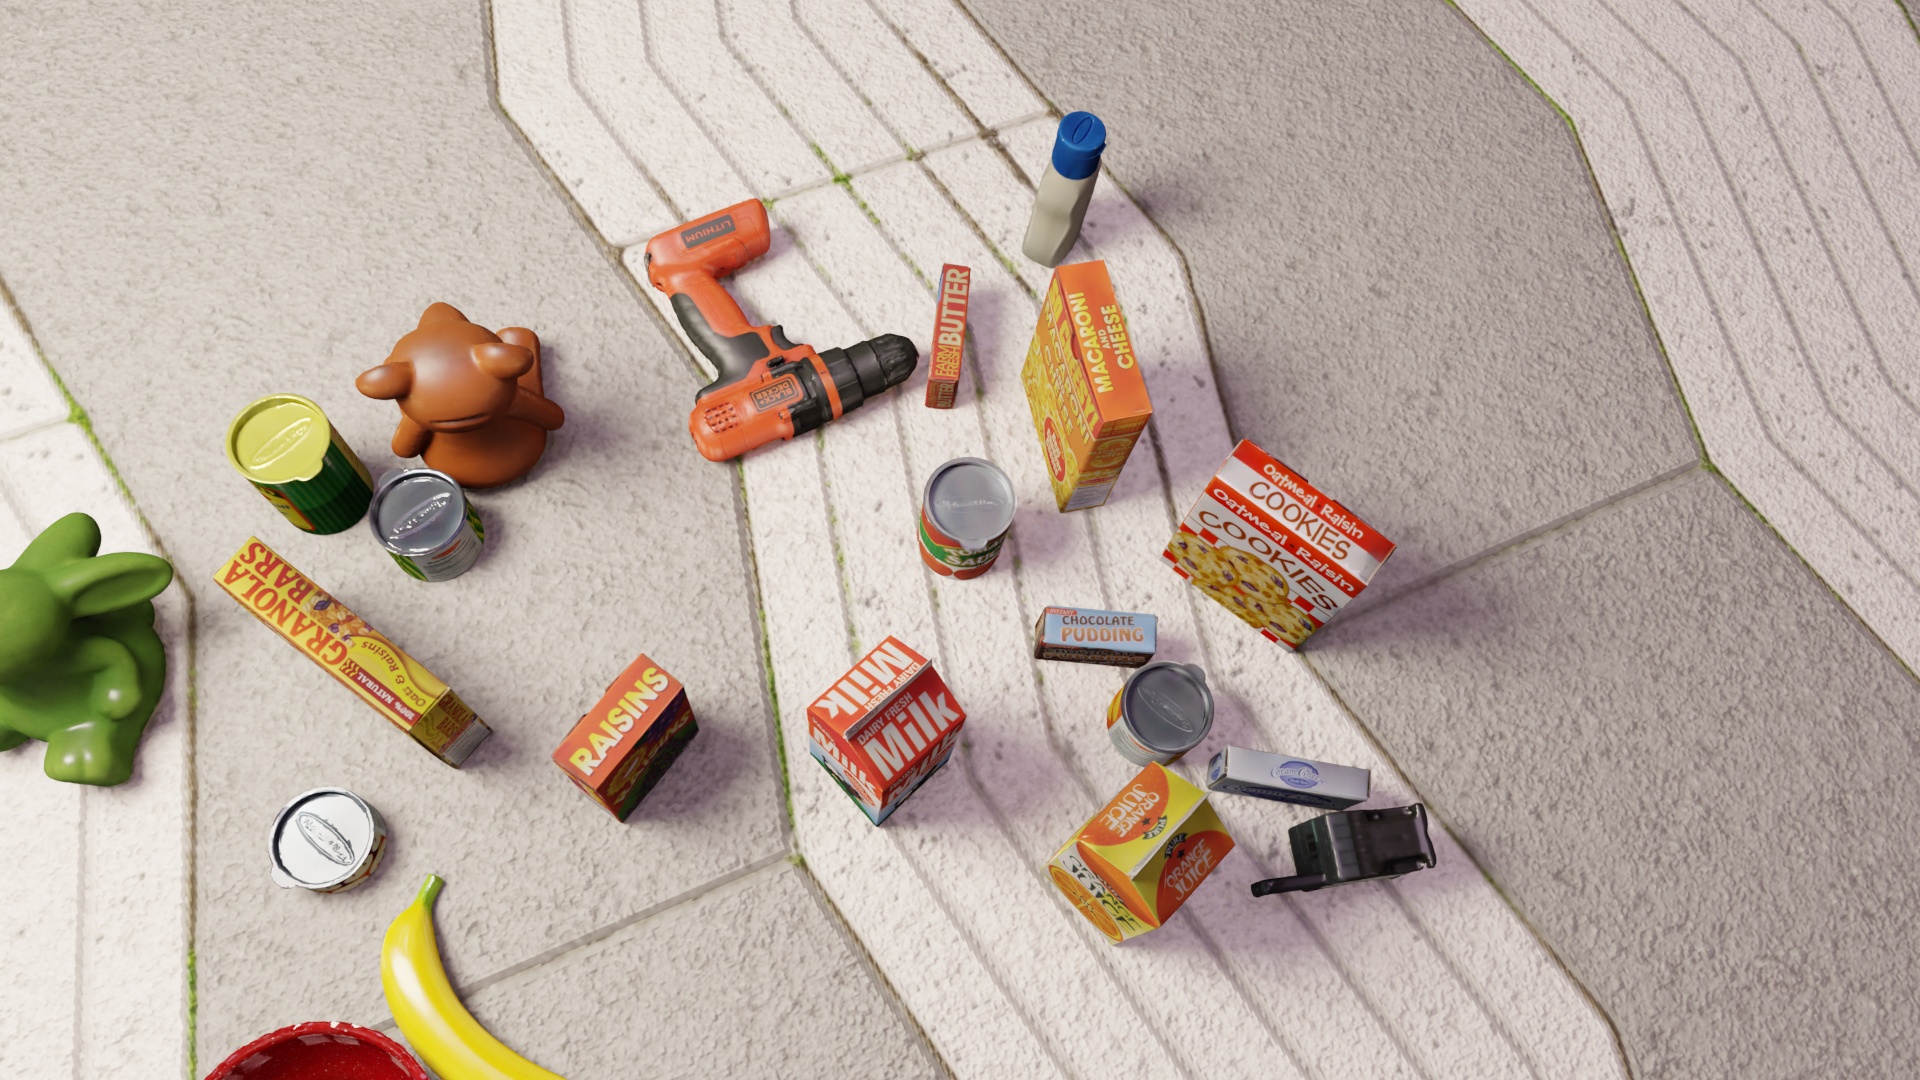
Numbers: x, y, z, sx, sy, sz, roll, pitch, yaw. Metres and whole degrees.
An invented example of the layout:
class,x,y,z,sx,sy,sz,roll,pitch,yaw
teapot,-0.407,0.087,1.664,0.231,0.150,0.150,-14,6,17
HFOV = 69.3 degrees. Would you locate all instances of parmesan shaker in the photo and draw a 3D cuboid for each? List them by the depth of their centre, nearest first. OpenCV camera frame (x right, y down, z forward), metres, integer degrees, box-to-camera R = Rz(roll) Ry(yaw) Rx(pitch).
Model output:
class,x,y,z,sx,sy,sz,roll,pitch,yaw
parmesan shaker,-0.456,-0.049,0.968,0.071,0.102,0.071,2,69,-5

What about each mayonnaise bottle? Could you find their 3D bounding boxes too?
class,x,y,z,sx,sy,sz,roll,pitch,yaw
mayonnaise bottle,0.083,-0.277,1.088,0.041,0.147,0.065,29,69,5

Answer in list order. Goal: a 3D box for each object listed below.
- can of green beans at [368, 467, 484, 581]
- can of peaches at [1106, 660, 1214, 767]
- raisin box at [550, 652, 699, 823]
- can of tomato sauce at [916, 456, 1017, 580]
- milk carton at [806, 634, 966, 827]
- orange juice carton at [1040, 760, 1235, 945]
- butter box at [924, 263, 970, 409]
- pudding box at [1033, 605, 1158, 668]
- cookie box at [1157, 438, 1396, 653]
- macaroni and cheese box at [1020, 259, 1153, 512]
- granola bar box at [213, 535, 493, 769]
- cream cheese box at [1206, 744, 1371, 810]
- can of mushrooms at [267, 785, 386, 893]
class,x,y,z,sx,sy,sz,roll,pitch,yaw
can of green beans,-0.378,-0.010,0.986,0.071,0.057,0.071,2,69,-5
can of peaches,0.143,0.123,0.990,0.071,0.058,0.071,2,69,-5
raisin box,-0.217,0.132,0.913,0.040,0.123,0.086,36,70,8
can of tomato sauce,0.004,-0.013,1.014,0.071,0.082,0.071,2,69,-5
milk carton,-0.050,0.122,0.898,0.072,0.189,0.073,-41,78,-18
orange juice carton,0.113,0.200,0.885,0.072,0.192,0.073,-41,79,-18
butter box,-0.010,-0.158,1.084,0.024,0.053,0.104,7,69,-3
pudding box,0.098,0.070,1.010,0.084,0.049,0.030,6,69,-4
cookie box,0.218,0.007,0.983,0.123,0.166,0.040,37,70,8
macaroni and cheese box,0.087,-0.108,1.014,0.040,0.165,0.124,-11,71,-10
granola bar box,-0.396,0.078,0.914,0.166,0.123,0.039,35,70,8
cream cheese box,0.231,0.169,0.984,0.104,0.053,0.024,10,69,-2
can of mushrooms,-0.418,0.199,0.914,0.071,0.033,0.071,2,69,-5
